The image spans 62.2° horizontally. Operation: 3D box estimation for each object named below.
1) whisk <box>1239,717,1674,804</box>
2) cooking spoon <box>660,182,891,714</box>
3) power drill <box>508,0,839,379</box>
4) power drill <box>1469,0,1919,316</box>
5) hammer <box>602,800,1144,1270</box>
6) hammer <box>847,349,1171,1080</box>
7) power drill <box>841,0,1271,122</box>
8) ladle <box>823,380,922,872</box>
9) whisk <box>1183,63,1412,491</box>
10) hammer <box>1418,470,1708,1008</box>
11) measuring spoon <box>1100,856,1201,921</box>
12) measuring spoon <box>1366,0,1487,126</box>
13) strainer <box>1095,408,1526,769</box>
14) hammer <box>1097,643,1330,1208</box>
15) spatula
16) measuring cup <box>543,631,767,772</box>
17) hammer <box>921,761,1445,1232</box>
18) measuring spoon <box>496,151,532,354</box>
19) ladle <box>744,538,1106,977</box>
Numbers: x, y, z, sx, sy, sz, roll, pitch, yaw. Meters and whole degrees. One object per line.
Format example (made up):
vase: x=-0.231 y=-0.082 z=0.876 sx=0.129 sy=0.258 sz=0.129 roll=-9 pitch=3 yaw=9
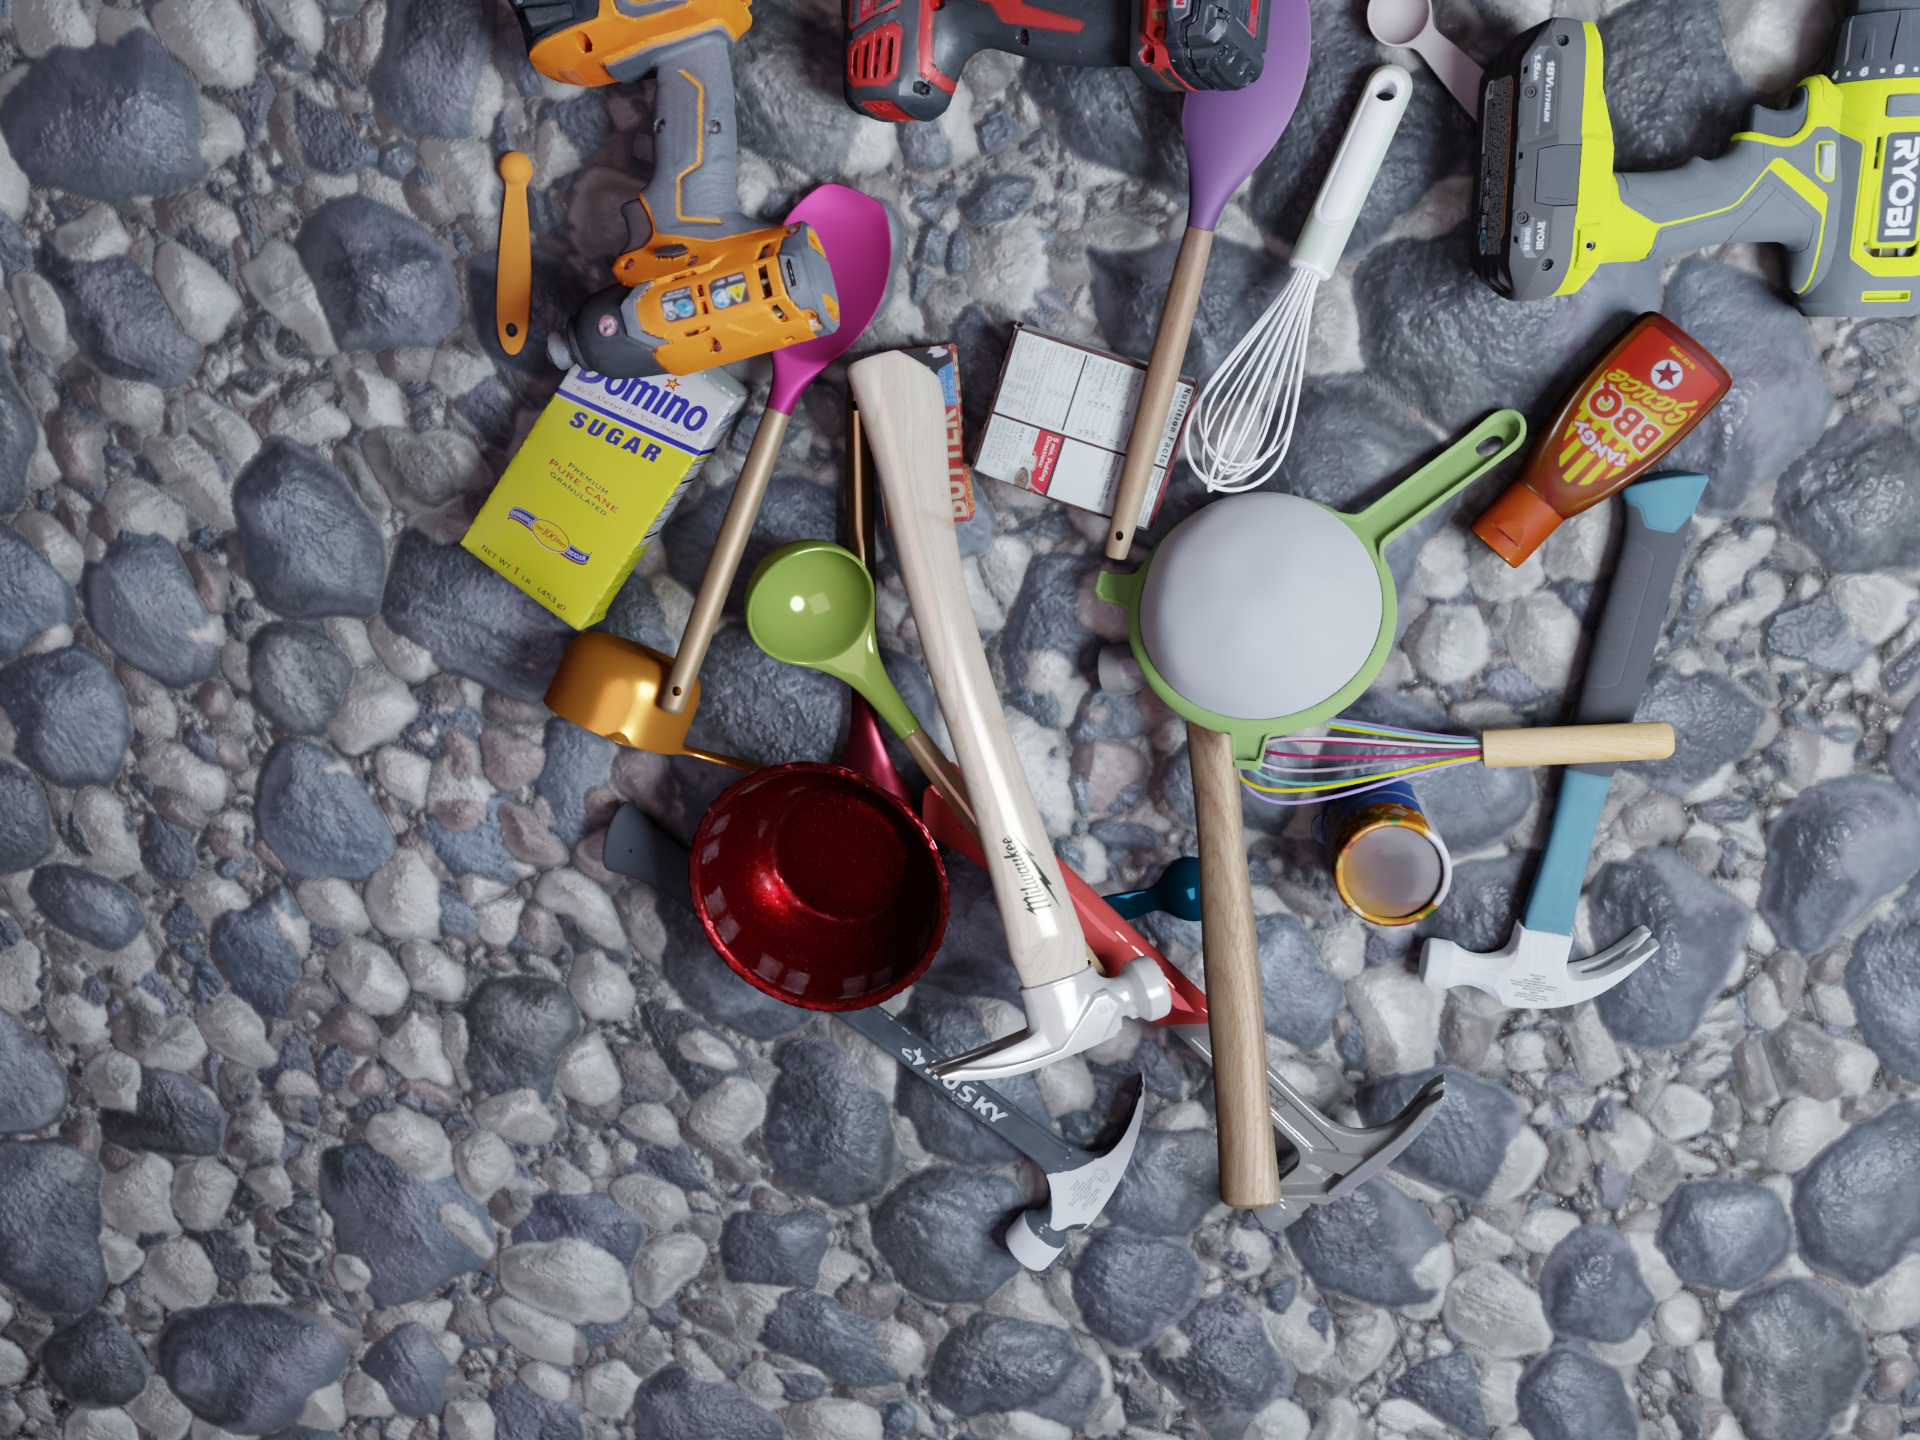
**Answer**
whisk: x=0.279 y=0.014 z=0.920 sx=0.245 sy=0.047 sz=0.051 roll=-3 pitch=111 yaw=17
cooking spoon: x=-0.115 y=-0.154 z=0.919 sx=0.068 sy=0.017 sz=0.319 roll=20 pitch=92 yaw=-11
power drill: x=-0.170 y=-0.302 z=0.870 sx=0.164 sy=0.084 sz=0.226 roll=-14 pitch=93 yaw=9
power drill: x=0.390 y=-0.303 z=0.816 sx=0.228 sy=0.080 sz=0.190 roll=-1 pitch=105 yaw=2
hammer: x=-0.062 y=0.186 z=1.031 sx=0.409 sy=0.036 sz=0.149 roll=37 pitch=105 yaw=-3
hammer: x=-0.001 y=-0.003 z=0.903 sx=0.146 sy=0.038 sz=0.410 roll=-17 pitch=94 yaw=-17
power drill: x=0.043 y=-0.408 z=0.814 sx=0.227 sy=0.080 sz=0.188 roll=8 pitch=99 yaw=25
ladle: x=-0.058 y=-0.048 z=0.972 sx=0.069 sy=0.031 sz=0.315 roll=1 pitch=104 yaw=7
whisk: x=0.187 y=-0.239 z=0.868 sx=0.058 sy=0.059 sz=0.246 roll=25 pitch=97 yaw=12
hammer: x=0.370 y=0.016 z=0.931 sx=0.128 sy=0.033 sz=0.331 roll=11 pitch=106 yaw=5
measuring spoon: x=0.104 y=0.120 z=0.998 sx=0.128 sy=0.021 sz=0.042 roll=-17 pitch=103 yaw=12
measuring spoon: x=0.266 y=-0.348 z=0.857 sx=0.124 sy=0.018 sz=0.034 roll=40 pitch=100 yaw=-12
strainer: x=0.205 y=-0.102 z=0.876 sx=0.256 sy=0.069 sz=0.152 roll=-36 pitch=64 yaw=1
hammer: x=0.157 y=0.113 z=0.920 sx=0.130 sy=0.031 sz=0.331 roll=-6 pitch=87 yaw=28
spatula: x=0.125 y=-0.239 z=0.859 sx=0.060 sy=0.018 sz=0.315 roll=17 pitch=107 yaw=9
measuring cup: x=-0.164 y=-0.006 z=0.978 sx=0.173 sy=0.095 sz=0.052 roll=19 pitch=96 yaw=-19
hammer: x=0.121 y=0.152 z=0.978 sx=0.359 sy=0.037 sz=0.149 roll=43 pitch=113 yaw=0
measuring spoon: x=-0.266 y=-0.276 z=0.942 sx=0.021 sy=0.011 sz=0.117 roll=8 pitch=106 yaw=5
ladle: x=-0.013 y=0.030 z=0.934 sx=0.078 sy=0.062 sz=0.320 roll=-37 pitch=93 yaw=3
